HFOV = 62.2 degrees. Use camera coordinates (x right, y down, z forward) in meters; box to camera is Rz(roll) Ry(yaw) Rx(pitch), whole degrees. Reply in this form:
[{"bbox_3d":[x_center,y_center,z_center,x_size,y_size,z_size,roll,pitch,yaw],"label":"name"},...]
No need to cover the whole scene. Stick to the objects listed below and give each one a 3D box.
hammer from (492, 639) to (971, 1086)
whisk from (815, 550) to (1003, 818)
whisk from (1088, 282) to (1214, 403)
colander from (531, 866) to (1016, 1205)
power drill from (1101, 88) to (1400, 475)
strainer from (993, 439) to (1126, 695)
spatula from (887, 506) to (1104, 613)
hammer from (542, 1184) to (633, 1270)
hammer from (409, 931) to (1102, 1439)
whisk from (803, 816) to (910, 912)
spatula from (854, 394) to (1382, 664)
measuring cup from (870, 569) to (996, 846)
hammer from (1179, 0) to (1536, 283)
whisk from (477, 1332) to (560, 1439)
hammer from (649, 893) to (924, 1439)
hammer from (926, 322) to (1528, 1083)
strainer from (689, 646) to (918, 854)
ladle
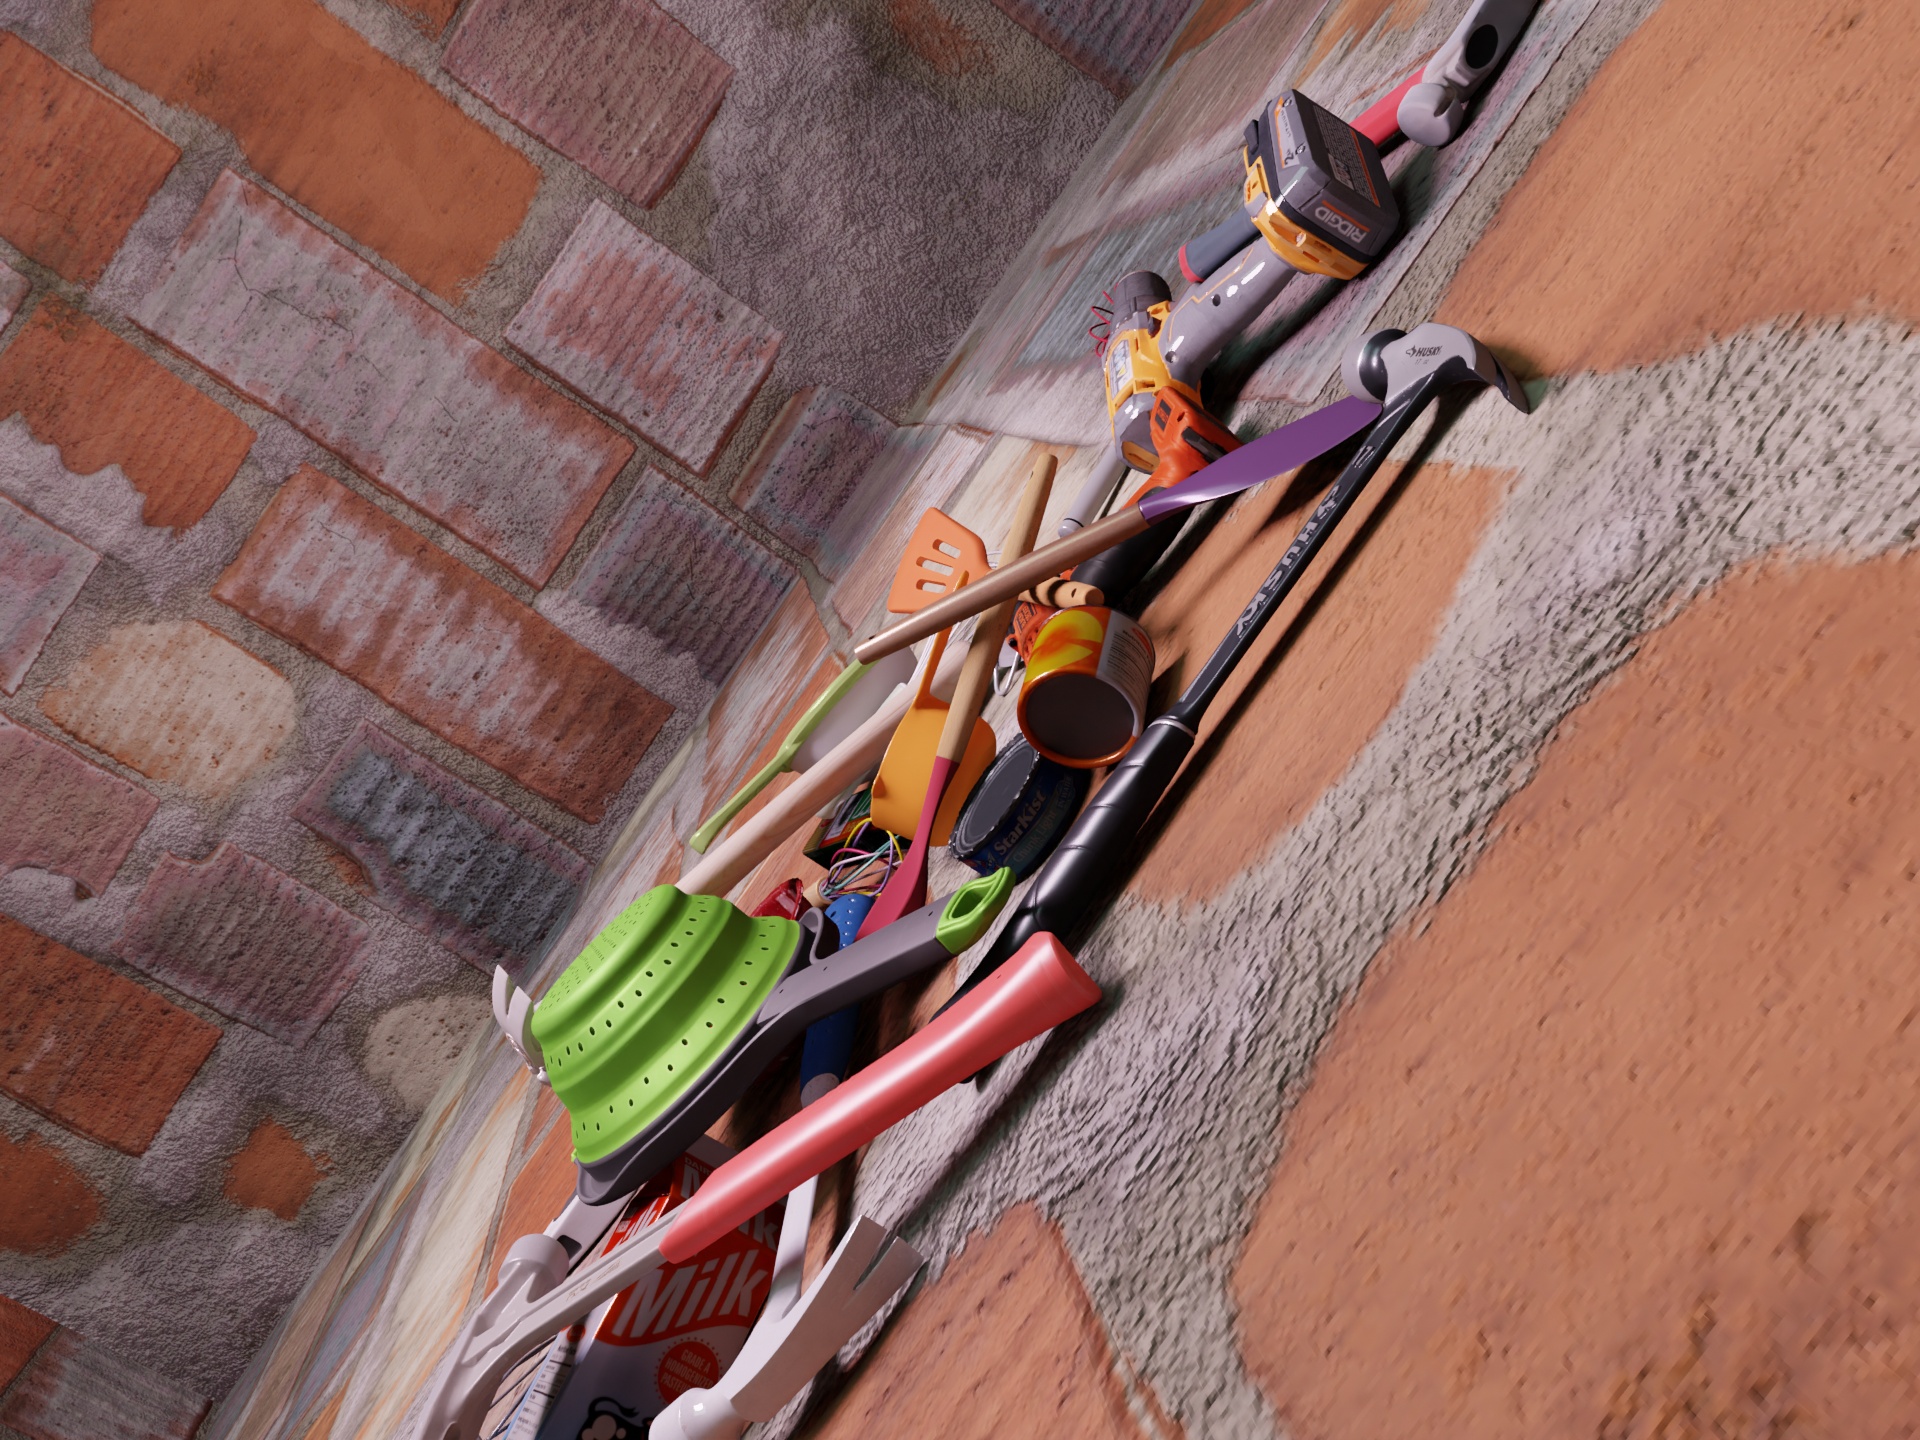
[{"bbox_3d":[-0.132,0.073,1.055,0.411,0.038,0.146,-42,-20,-23],"label":"hammer"},{"bbox_3d":[-0.030,-0.026,1.183,0.246,0.059,0.057,-52,-7,-4],"label":"whisk"},{"bbox_3d":[0.149,-0.287,1.227,0.073,0.073,0.296,-52,20,16],"label":"whisk"},{"bbox_3d":[-0.122,0.128,0.832,0.397,0.094,0.205,-33,16,45],"label":"colander"},{"bbox_3d":[0.172,-0.293,1.038,0.226,0.084,0.186,-48,29,38],"label":"power drill"},{"bbox_3d":[0.074,-0.132,1.149,0.087,0.050,0.258,-7,45,53],"label":"strainer"},{"bbox_3d":[0.020,-0.088,0.986,0.081,0.041,0.323,-67,17,1],"label":"spatula"},{"bbox_3d":[-0.269,0.303,1.325,0.146,0.035,0.335,-48,14,32],"label":"hammer"},{"bbox_3d":[-0.092,0.207,0.699,0.359,0.036,0.149,-36,15,15],"label":"hammer"},{"bbox_3d":[-0.084,0.117,1.106,0.051,0.047,0.245,-55,6,-27],"label":"whisk"},{"bbox_3d":[0.076,-0.098,0.854,0.316,0.018,0.060,-25,25,20],"label":"spatula"},{"bbox_3d":[-0.002,-0.003,0.953,0.095,0.052,0.173,-42,-27,-63],"label":"measuring cup"},{"bbox_3d":[0.264,-0.406,1.142,0.143,0.038,0.386,-57,13,-13],"label":"hammer"},{"bbox_3d":[-0.218,0.351,0.904,0.055,0.055,0.239,-52,-5,16],"label":"whisk"},{"bbox_3d":[-0.071,0.199,0.841,0.144,0.035,0.406,-46,14,17],"label":"hammer"},{"bbox_3d":[0.109,-0.007,0.722,0.409,0.036,0.149,-55,14,3],"label":"hammer"},{"bbox_3d":[-0.101,0.033,1.219,0.256,0.069,0.151,-46,-4,-36],"label":"strainer"},{"bbox_3d":[0.000,-0.003,0.901,0.069,0.031,0.315,-175,104,-77],"label":"ladle"}]
